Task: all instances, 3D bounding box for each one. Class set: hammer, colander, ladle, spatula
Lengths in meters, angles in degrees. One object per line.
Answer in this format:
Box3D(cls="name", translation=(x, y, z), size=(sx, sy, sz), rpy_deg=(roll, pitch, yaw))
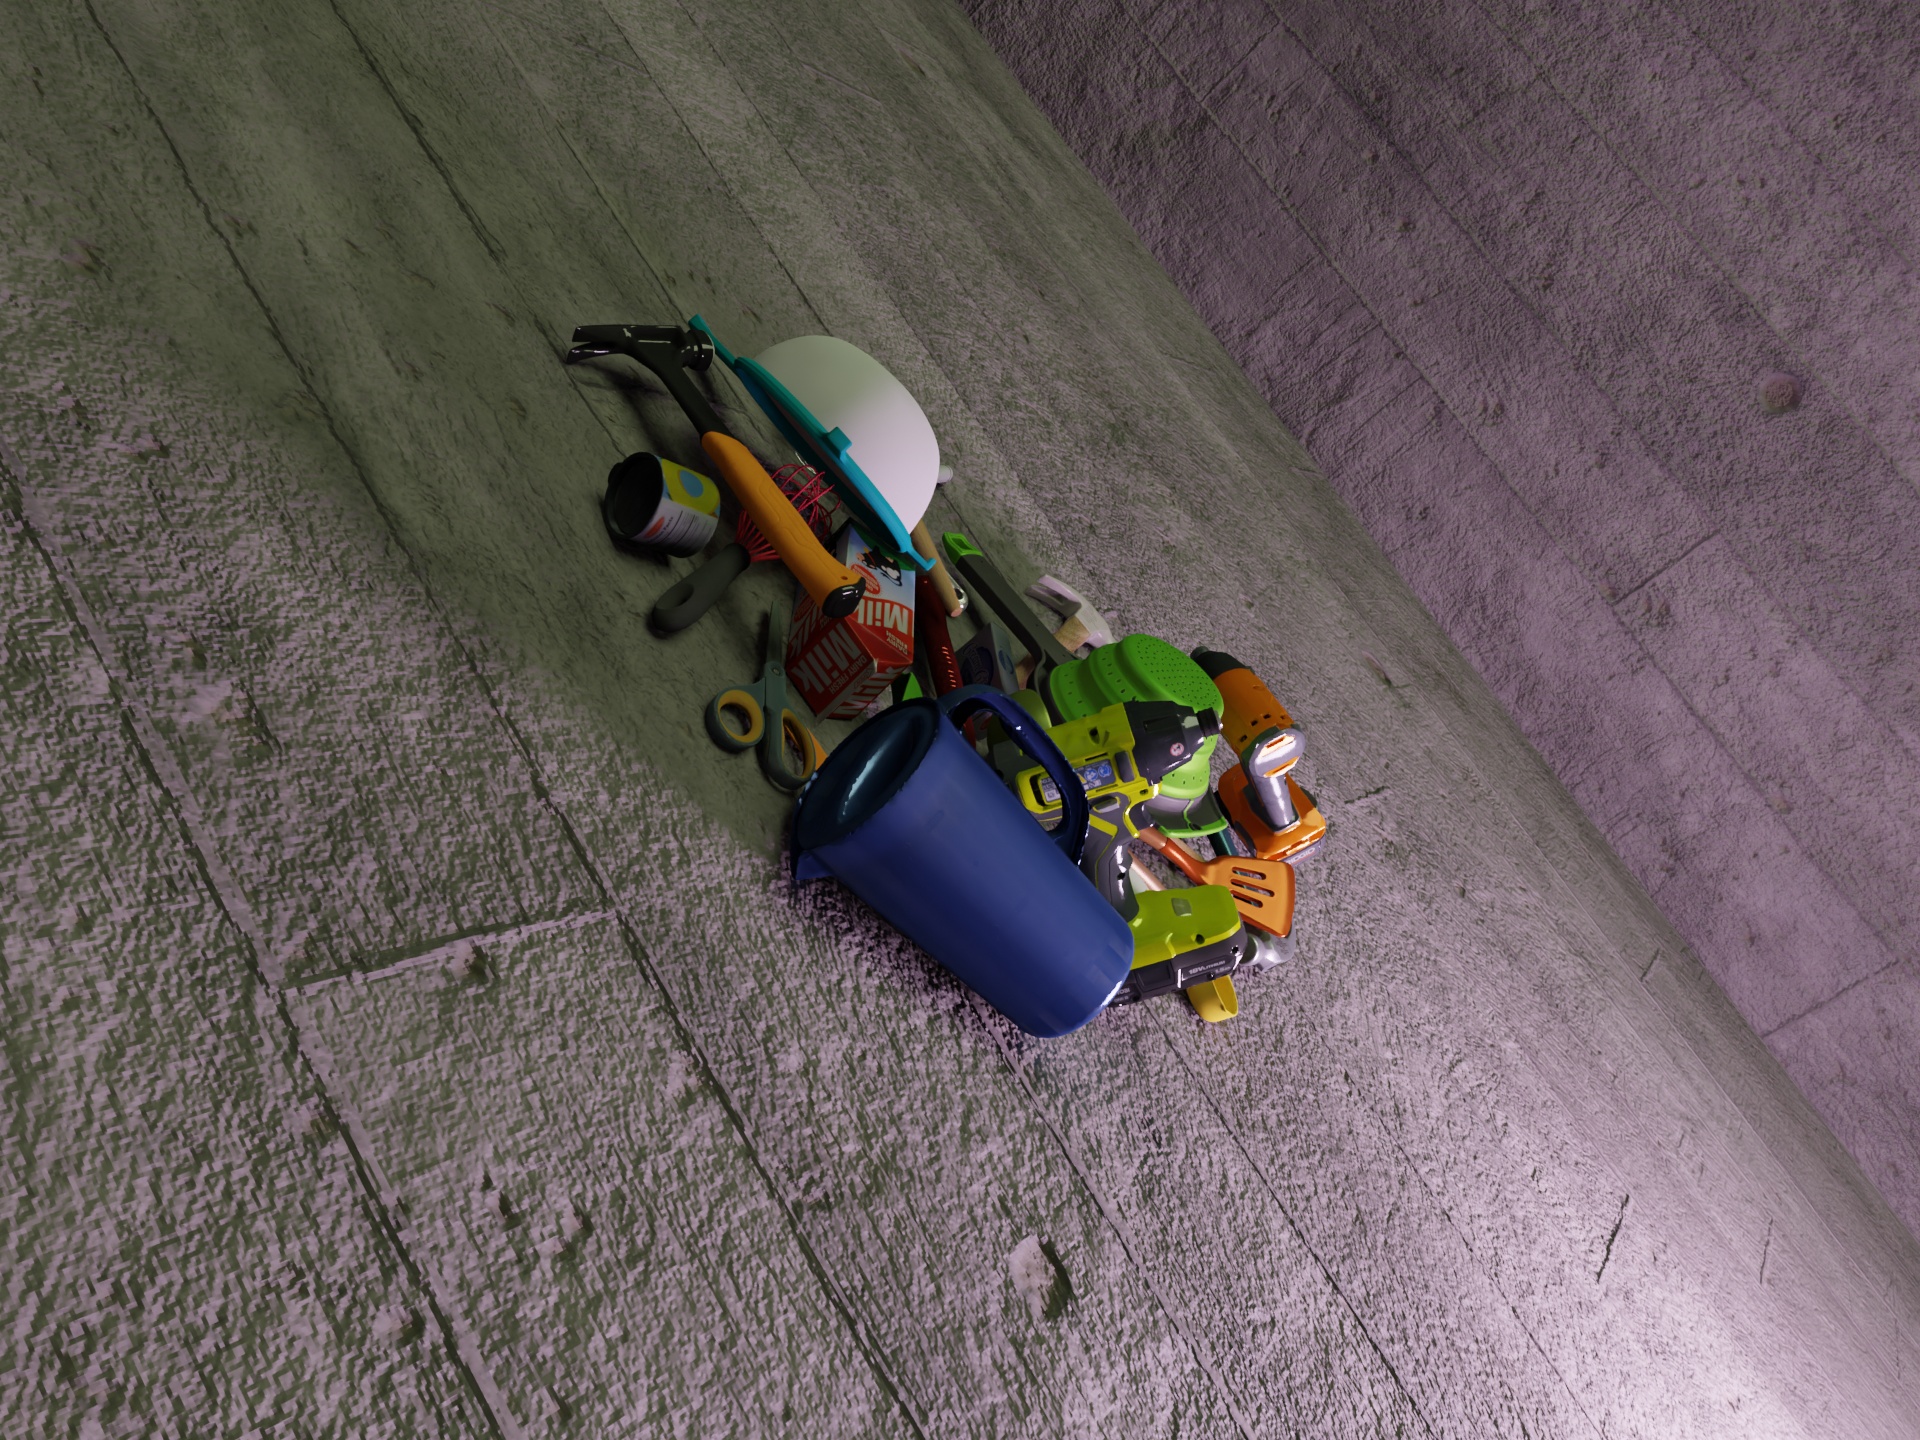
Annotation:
Box3D(cls="hammer", translation=(0.085, -0.064, 1.568), size=(0.130, 0.031, 0.331), rpy_deg=(49, 26, -1))
Box3D(cls="colander", translation=(0.120, -0.068, 1.460), size=(0.204, 0.094, 0.397), rpy_deg=(-2, 46, -51))
Box3D(cls="hammer", translation=(-0.002, -0.004, 1.312), size=(0.359, 0.036, 0.149), rpy_deg=(-105, 172, -53))
Box3D(cls="hammer", translation=(-0.179, -0.199, 1.230), size=(0.127, 0.034, 0.337), rpy_deg=(-10, 51, -41))
Box3D(cls="ladle", translation=(0.115, 0.077, 1.325), size=(0.319, 0.062, 0.078), rpy_deg=(44, 13, -44))
Box3D(cls="ladle", translation=(-0.065, -0.221, 1.434), size=(0.316, 0.031, 0.069), rpy_deg=(64, 7, 25))
Box3D(cls="spatula", translation=(0.166, 0.092, 1.401), size=(0.322, 0.041, 0.081), rpy_deg=(33, 49, -21))
Box3D(cls="hammer", translation=(0.238, 0.087, 1.534), size=(0.128, 0.033, 0.331), rpy_deg=(19, 45, -55))

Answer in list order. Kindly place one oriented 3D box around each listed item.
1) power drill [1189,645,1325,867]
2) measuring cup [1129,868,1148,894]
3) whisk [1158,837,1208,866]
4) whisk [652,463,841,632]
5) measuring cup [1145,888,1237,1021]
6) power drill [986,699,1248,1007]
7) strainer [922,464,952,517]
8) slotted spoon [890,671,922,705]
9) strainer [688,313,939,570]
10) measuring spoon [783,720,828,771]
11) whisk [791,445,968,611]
Box3D(cls="power drill", translation=(0.289, 0.033, 1.586), size=(0.164, 0.084, 0.226), rpy_deg=(60, -4, 42))
Box3D(cls="measuring cup", translation=(0.112, 0.137, 1.297), size=(0.167, 0.038, 0.083), rpy_deg=(35, 29, -49))
Box3D(cls="whisk", translation=(0.158, 0.088, 1.470), size=(0.244, 0.047, 0.051), rpy_deg=(38, 39, -32))
Box3D(cls="whisk", translation=(-0.165, -0.135, 1.237), size=(0.073, 0.073, 0.296), rpy_deg=(46, 32, -8))
Box3D(cls="measuring cup", translation=(0.185, 0.197, 1.337), size=(0.156, 0.029, 0.062), rpy_deg=(50, 25, -29))
Box3D(cls="power drill", translation=(0.133, 0.095, 1.198), size=(0.080, 0.171, 0.223), rpy_deg=(-95, 166, -64))
Box3D(cls="strainer", translation=(-0.046, -0.242, 1.587), size=(0.087, 0.050, 0.258), rpy_deg=(67, 17, -4))
Box3D(cls="slotted spoon", translation=(-0.057, -0.067, 1.331), size=(0.031, 0.070, 0.314), rpy_deg=(11, 32, -14))
Box3D(cls="strainer", translation=(-0.121, -0.285, 1.362), size=(0.341, 0.095, 0.210), rpy_deg=(47, -2, 35))
Box3D(cls="measuring spoon", translation=(-0.102, 0.037, 1.161), size=(0.021, 0.011, 0.117), rpy_deg=(-13, 61, -52))
Box3D(cls="whisk", translation=(-0.076, -0.195, 1.478), size=(0.246, 0.059, 0.058), rpy_deg=(49, 51, -11))
